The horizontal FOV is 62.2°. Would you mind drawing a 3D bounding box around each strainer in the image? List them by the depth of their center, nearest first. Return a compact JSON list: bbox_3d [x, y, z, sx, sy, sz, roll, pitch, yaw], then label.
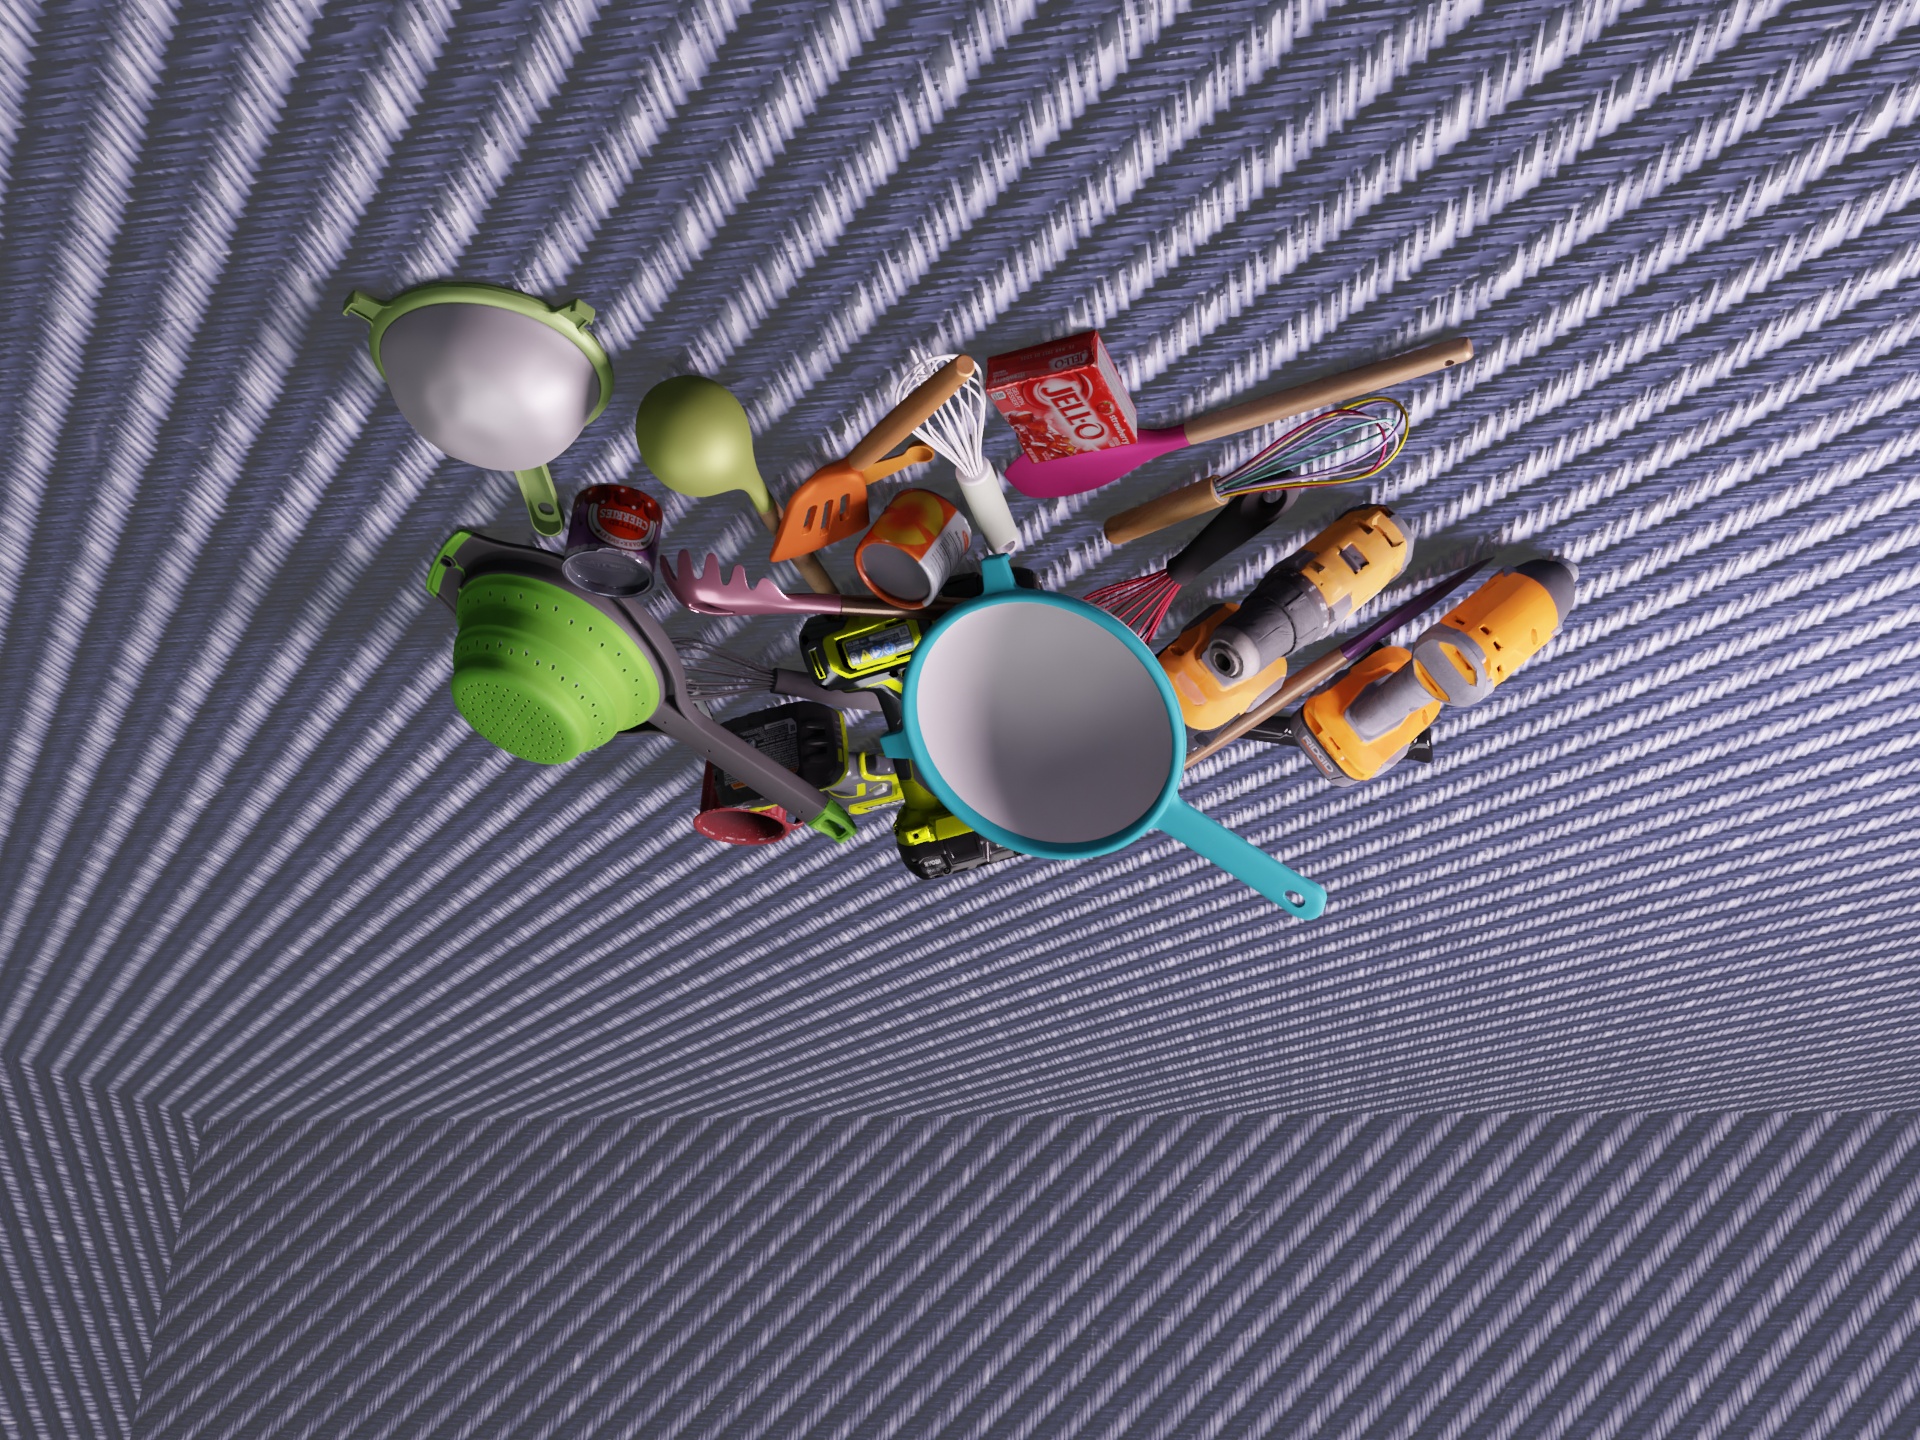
[{"bbox_3d":[-0.299,-0.177,1.044,0.151,0.069,0.256,2,153,0],"label":"strainer"},{"bbox_3d":[0.123,0.024,1.151,0.340,0.095,0.211,33,124,3],"label":"strainer"}]

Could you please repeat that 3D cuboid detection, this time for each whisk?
[{"bbox_3d":[0.006,-0.172,1.062,0.058,0.059,0.246,-31,155,0],"label":"whisk"},{"bbox_3d":[0.191,-0.159,1.066,0.245,0.047,0.051,-17,-175,44],"label":"whisk"},{"bbox_3d":[0.152,-0.100,1.187,0.073,0.073,0.295,16,146,-26],"label":"whisk"},{"bbox_3d":[-0.160,-0.032,1.368,0.238,0.055,0.055,8,154,-23],"label":"whisk"}]

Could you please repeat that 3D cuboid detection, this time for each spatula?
[{"bbox_3d":[-0.052,-0.161,0.993,0.081,0.041,0.322,-23,-178,-22],"label":"spatula"},{"bbox_3d":[0.281,-0.039,1.248,0.316,0.018,0.059,-37,169,33],"label":"spatula"}]

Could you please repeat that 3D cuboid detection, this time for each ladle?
[{"bbox_3d":[-0.142,-0.143,1.126,0.062,0.078,0.320,6,163,14],"label":"ladle"}]

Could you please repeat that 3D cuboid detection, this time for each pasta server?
[{"bbox_3d":[-0.061,-0.091,1.166,0.316,0.040,0.060,2,169,-10],"label":"pasta server"}]

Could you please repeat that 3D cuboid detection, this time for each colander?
[{"bbox_3d":[-0.260,0.012,1.254,0.397,0.095,0.204,35,144,-14],"label":"colander"}]

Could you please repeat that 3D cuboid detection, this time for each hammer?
[{"bbox_3d":[0.267,0.009,1.432,0.334,0.035,0.146,6,154,-8],"label":"hammer"}]

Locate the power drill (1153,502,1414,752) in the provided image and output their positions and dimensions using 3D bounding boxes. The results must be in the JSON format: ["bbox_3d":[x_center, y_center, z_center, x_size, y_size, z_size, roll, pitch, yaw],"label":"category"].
[{"bbox_3d":[0.208,-0.054,1.155,0.185,0.084,0.226,-36,175,-31],"label":"power drill"}]

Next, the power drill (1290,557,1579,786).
[{"bbox_3d":[0.368,-0.043,1.216,0.164,0.084,0.226,-34,174,-28],"label":"power drill"}]

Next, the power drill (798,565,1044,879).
[{"bbox_3d":[-0.002,-0.004,1.254,0.190,0.080,0.228,-16,107,12],"label":"power drill"}]

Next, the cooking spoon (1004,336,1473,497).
[{"bbox_3d":[0.171,-0.193,1.031,0.319,0.017,0.068,-13,152,30],"label":"cooking spoon"}]

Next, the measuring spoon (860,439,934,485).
[{"bbox_3d":[-0.065,-0.175,1.104,0.117,0.011,0.021,-13,151,36],"label":"measuring spoon"}]

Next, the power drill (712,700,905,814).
[{"bbox_3d":[-0.099,0.039,1.440,0.171,0.080,0.223,-15,165,34],"label":"power drill"}]
